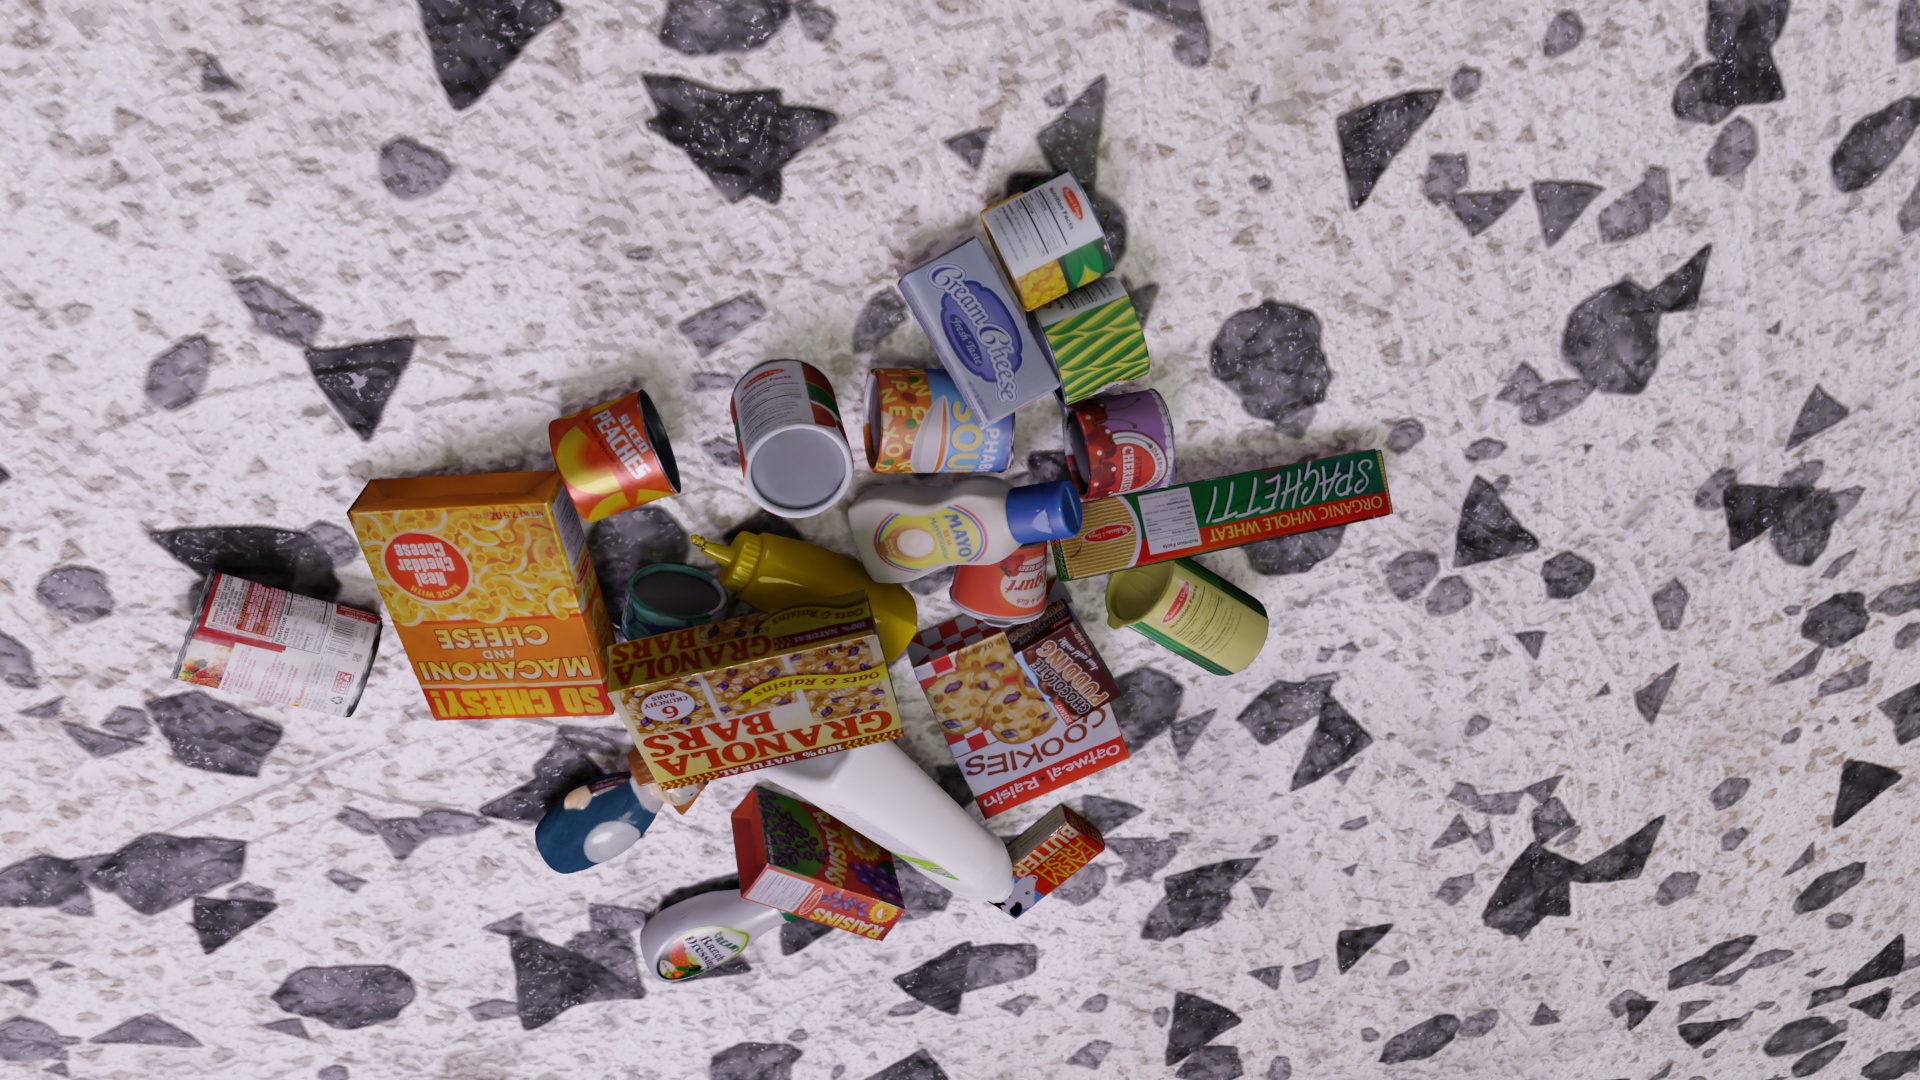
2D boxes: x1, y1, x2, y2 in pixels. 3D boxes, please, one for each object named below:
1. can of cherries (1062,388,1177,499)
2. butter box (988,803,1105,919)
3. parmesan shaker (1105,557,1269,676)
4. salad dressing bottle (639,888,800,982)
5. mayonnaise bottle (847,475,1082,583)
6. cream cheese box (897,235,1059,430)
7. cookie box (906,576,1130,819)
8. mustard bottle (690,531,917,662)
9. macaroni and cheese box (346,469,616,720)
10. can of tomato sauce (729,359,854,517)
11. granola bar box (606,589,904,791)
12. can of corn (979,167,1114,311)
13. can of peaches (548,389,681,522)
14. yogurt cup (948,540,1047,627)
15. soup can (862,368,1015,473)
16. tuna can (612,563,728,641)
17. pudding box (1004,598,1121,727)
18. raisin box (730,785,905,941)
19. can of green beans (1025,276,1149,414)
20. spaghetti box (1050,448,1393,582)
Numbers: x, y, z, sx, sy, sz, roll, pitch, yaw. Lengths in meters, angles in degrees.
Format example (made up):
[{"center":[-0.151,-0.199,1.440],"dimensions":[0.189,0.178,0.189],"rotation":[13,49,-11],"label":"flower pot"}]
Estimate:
[{"center":[0.103,-0.061,0.906],"dimensions":[0.058,0.072,0.071],"rotation":[-9,125,-9],"label":"can of cherries"},{"center":[0.064,0.265,1.142],"dimensions":[0.103,0.024,0.053],"rotation":[-41,123,13],"label":"butter box"},{"center":[0.162,0.052,1.001],"dimensions":[0.103,0.071,0.071],"rotation":[29,111,-30],"label":"parmesan shaker"},{"center":[-0.174,0.294,1.083],"dimensions":[0.148,0.044,0.064],"rotation":[-24,127,0],"label":"salad dressing bottle"},{"center":[0.003,-0.011,0.889],"dimensions":[0.148,0.041,0.064],"rotation":[-8,113,26],"label":"mayonnaise bottle"},{"center":[0.010,-0.123,0.830],"dimensions":[0.053,0.024,0.103],"rotation":[-30,93,-14],"label":"cream cheese box"},{"center":[0.045,0.119,1.030],"dimensions":[0.123,0.040,0.166],"rotation":[-23,125,0],"label":"cookie box"},{"center":[-0.106,0.029,0.916],"dimensions":[0.160,0.065,0.048],"rotation":[24,113,-22],"label":"mustard bottle"},{"center":[-0.288,0.037,0.865],"dimensions":[0.124,0.040,0.165],"rotation":[-2,126,6],"label":"macaroni and cheese box"},{"center":[-0.102,-0.061,0.842],"dimensions":[0.071,0.083,0.070],"rotation":[-7,124,-10],"label":"can of tomato sauce"},{"center":[-0.127,0.098,0.889],"dimensions":[0.166,0.039,0.123],"rotation":[-12,140,-2],"label":"granola bar box"},{"center":[0.051,-0.176,0.821],"dimensions":[0.058,0.071,0.071],"rotation":[-26,126,3],"label":"can of corn"},{"center":[-0.206,-0.050,0.828],"dimensions":[0.058,0.071,0.071],"rotation":[-19,126,-1],"label":"can of peaches"},{"center":[0.028,0.018,0.944],"dimensions":[0.072,0.072,0.053],"rotation":[0,115,-16],"label":"yogurt cup"},{"center":[-0.014,-0.073,0.866],"dimensions":[0.084,0.071,0.071],"rotation":[-2,123,-14],"label":"soup can"},{"center":[-0.188,0.045,0.900],"dimensions":[0.071,0.071,0.032],"rotation":[6,120,-19],"label":"tuna can"},{"center":[0.072,0.086,0.972],"dimensions":[0.049,0.030,0.083],"rotation":[-30,124,5],"label":"pudding box"},{"center":[-0.107,0.243,1.041],"dimensions":[0.123,0.086,0.040],"rotation":[26,111,-29],"label":"raisin box"},{"center":[0.079,-0.123,0.862],"dimensions":[0.058,0.071,0.071],"rotation":[-21,126,-2],"label":"can of green beans"},{"center":[0.180,-0.018,0.953],"dimensions":[0.251,0.028,0.050],"rotation":[-11,86,-17],"label":"spaghetti box"}]
